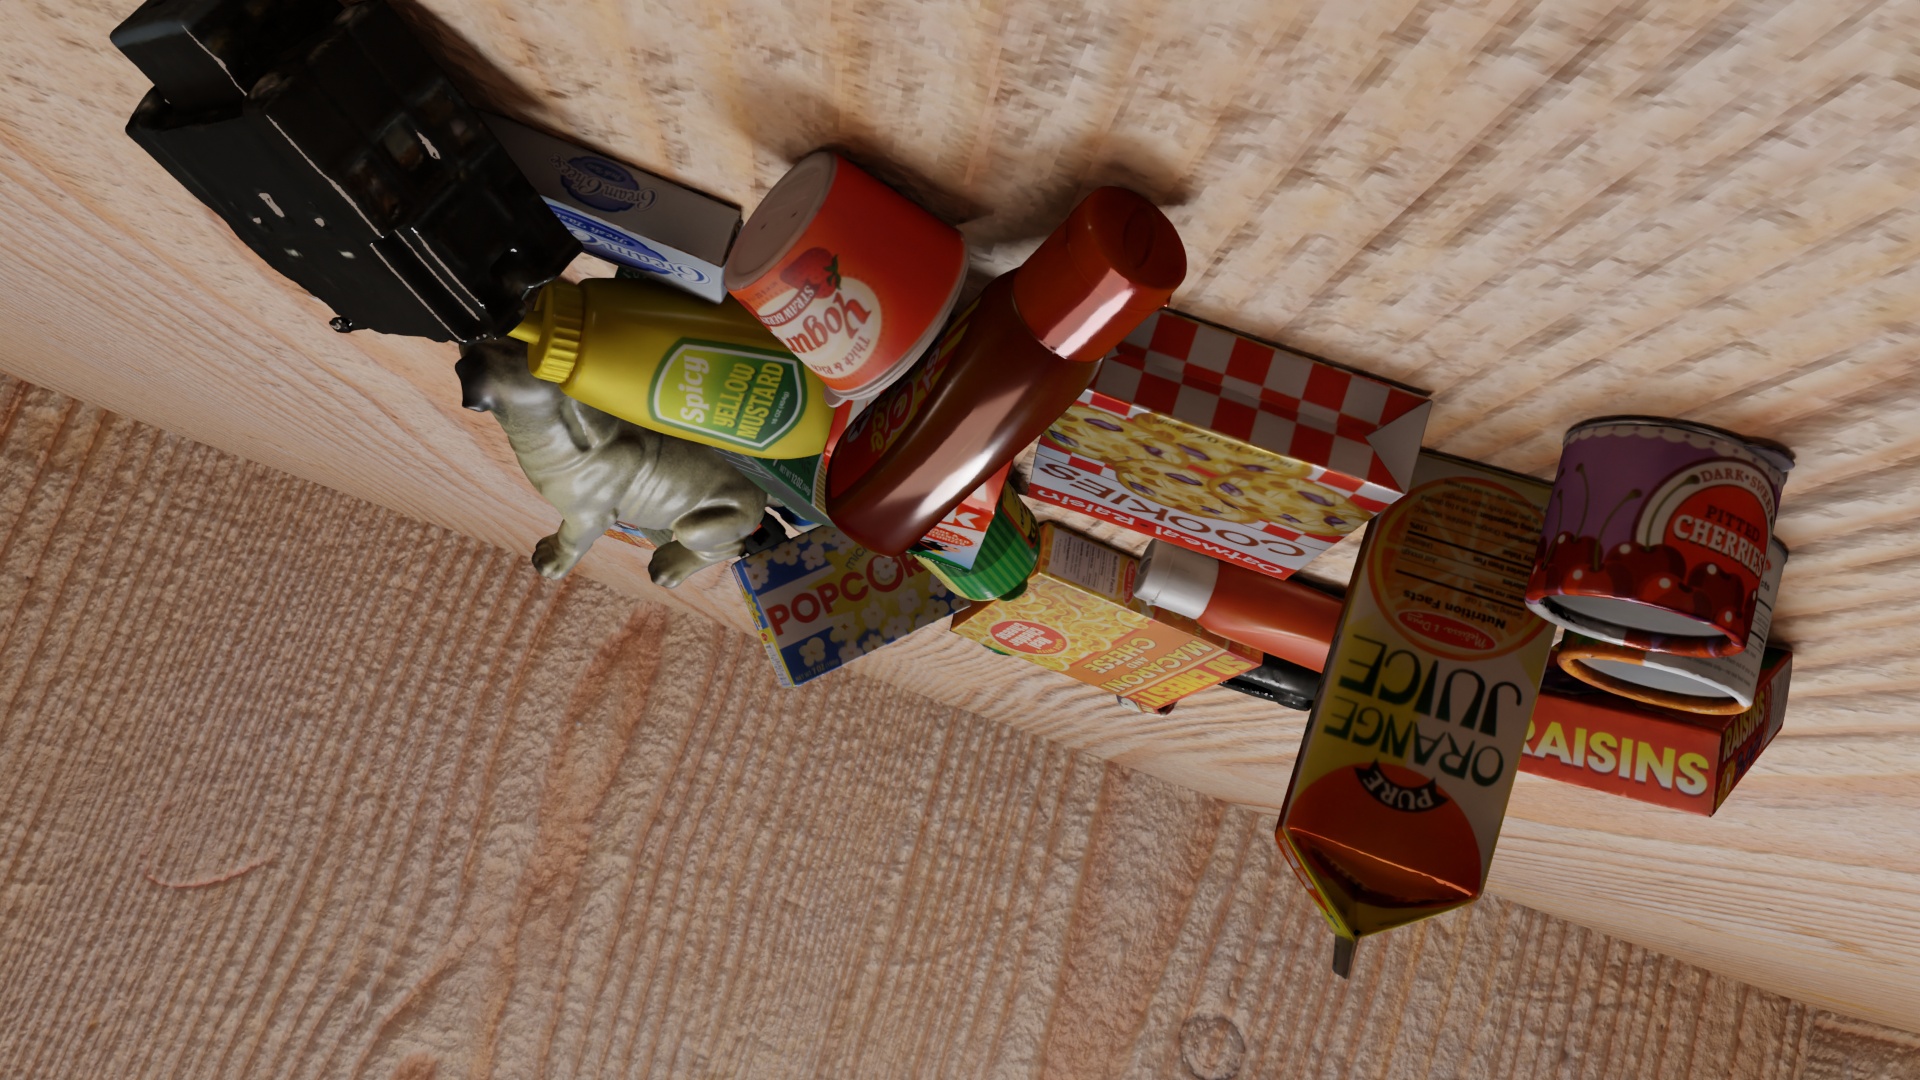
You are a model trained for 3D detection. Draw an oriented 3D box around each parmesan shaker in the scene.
[{"bbox_3d":[0.003,-0.009,0.755,0.071,0.071,0.103,15,168,19],"label":"parmesan shaker"}]

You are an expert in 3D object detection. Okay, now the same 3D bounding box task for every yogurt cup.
[{"bbox_3d":[-0.038,-0.087,0.447,0.054,0.072,0.072,35,163,-30],"label":"yogurt cup"}]

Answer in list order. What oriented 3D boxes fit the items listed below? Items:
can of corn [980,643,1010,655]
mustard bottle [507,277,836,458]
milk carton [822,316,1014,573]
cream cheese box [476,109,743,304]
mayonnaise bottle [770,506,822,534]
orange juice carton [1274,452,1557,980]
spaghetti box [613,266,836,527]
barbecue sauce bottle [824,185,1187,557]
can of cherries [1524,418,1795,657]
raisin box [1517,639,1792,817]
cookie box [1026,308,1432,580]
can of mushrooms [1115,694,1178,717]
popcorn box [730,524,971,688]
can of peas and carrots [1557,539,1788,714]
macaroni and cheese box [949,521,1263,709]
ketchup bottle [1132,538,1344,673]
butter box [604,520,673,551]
[{"bbox_3d":[0.048,0.049,0.991,0.071,0.071,0.058,23,168,-18],"label":"can of corn"},{"bbox_3d":[-0.124,-0.076,0.572,0.160,0.065,0.049,9,-150,-29],"label":"mustard bottle"},{"bbox_3d":[-0.012,-0.044,0.589,0.072,0.073,0.190,19,169,1],"label":"milk carton"},{"bbox_3d":[-0.135,-0.125,0.528,0.104,0.024,0.053,20,171,-7],"label":"cream cheese box"},{"bbox_3d":[-0.092,-0.015,0.969,0.065,0.041,0.148,20,170,24],"label":"mayonnaise bottle"},{"bbox_3d":[0.170,0.071,0.526,0.073,0.193,0.071,17,170,13],"label":"orange juice carton"},{"bbox_3d":[-0.111,-0.066,0.718,0.029,0.050,0.249,13,168,20],"label":"spaghetti box"},{"bbox_3d":[0.011,-0.052,0.439,0.043,0.065,0.148,33,139,-16],"label":"barbecue sauce bottle"},{"bbox_3d":[0.222,0.000,0.442,0.071,0.058,0.071,19,170,4],"label":"can of cherries"},{"bbox_3d":[0.290,0.070,0.587,0.086,0.040,0.124,11,-162,40],"label":"raisin box"},{"bbox_3d":[0.094,-0.035,0.545,0.123,0.040,0.167,19,169,3],"label":"cookie box"},{"bbox_3d":[0.148,0.103,1.076,0.033,0.071,0.071,11,167,32],"label":"can of mushrooms"},{"bbox_3d":[-0.068,0.028,0.863,0.127,0.085,0.038,-24,180,-21],"label":"popcorn box"},{"bbox_3d":[0.259,0.026,0.511,0.071,0.059,0.071,19,169,4],"label":"can of peas and carrots"},{"bbox_3d":[0.095,0.053,0.909,0.166,0.040,0.123,22,151,-19],"label":"macaroni and cheese box"},{"bbox_3d":[0.172,0.040,0.780,0.149,0.043,0.064,20,168,-4],"label":"ketchup bottle"},{"bbox_3d":[-0.223,-0.017,0.914,0.053,0.024,0.103,19,170,2],"label":"butter box"}]
